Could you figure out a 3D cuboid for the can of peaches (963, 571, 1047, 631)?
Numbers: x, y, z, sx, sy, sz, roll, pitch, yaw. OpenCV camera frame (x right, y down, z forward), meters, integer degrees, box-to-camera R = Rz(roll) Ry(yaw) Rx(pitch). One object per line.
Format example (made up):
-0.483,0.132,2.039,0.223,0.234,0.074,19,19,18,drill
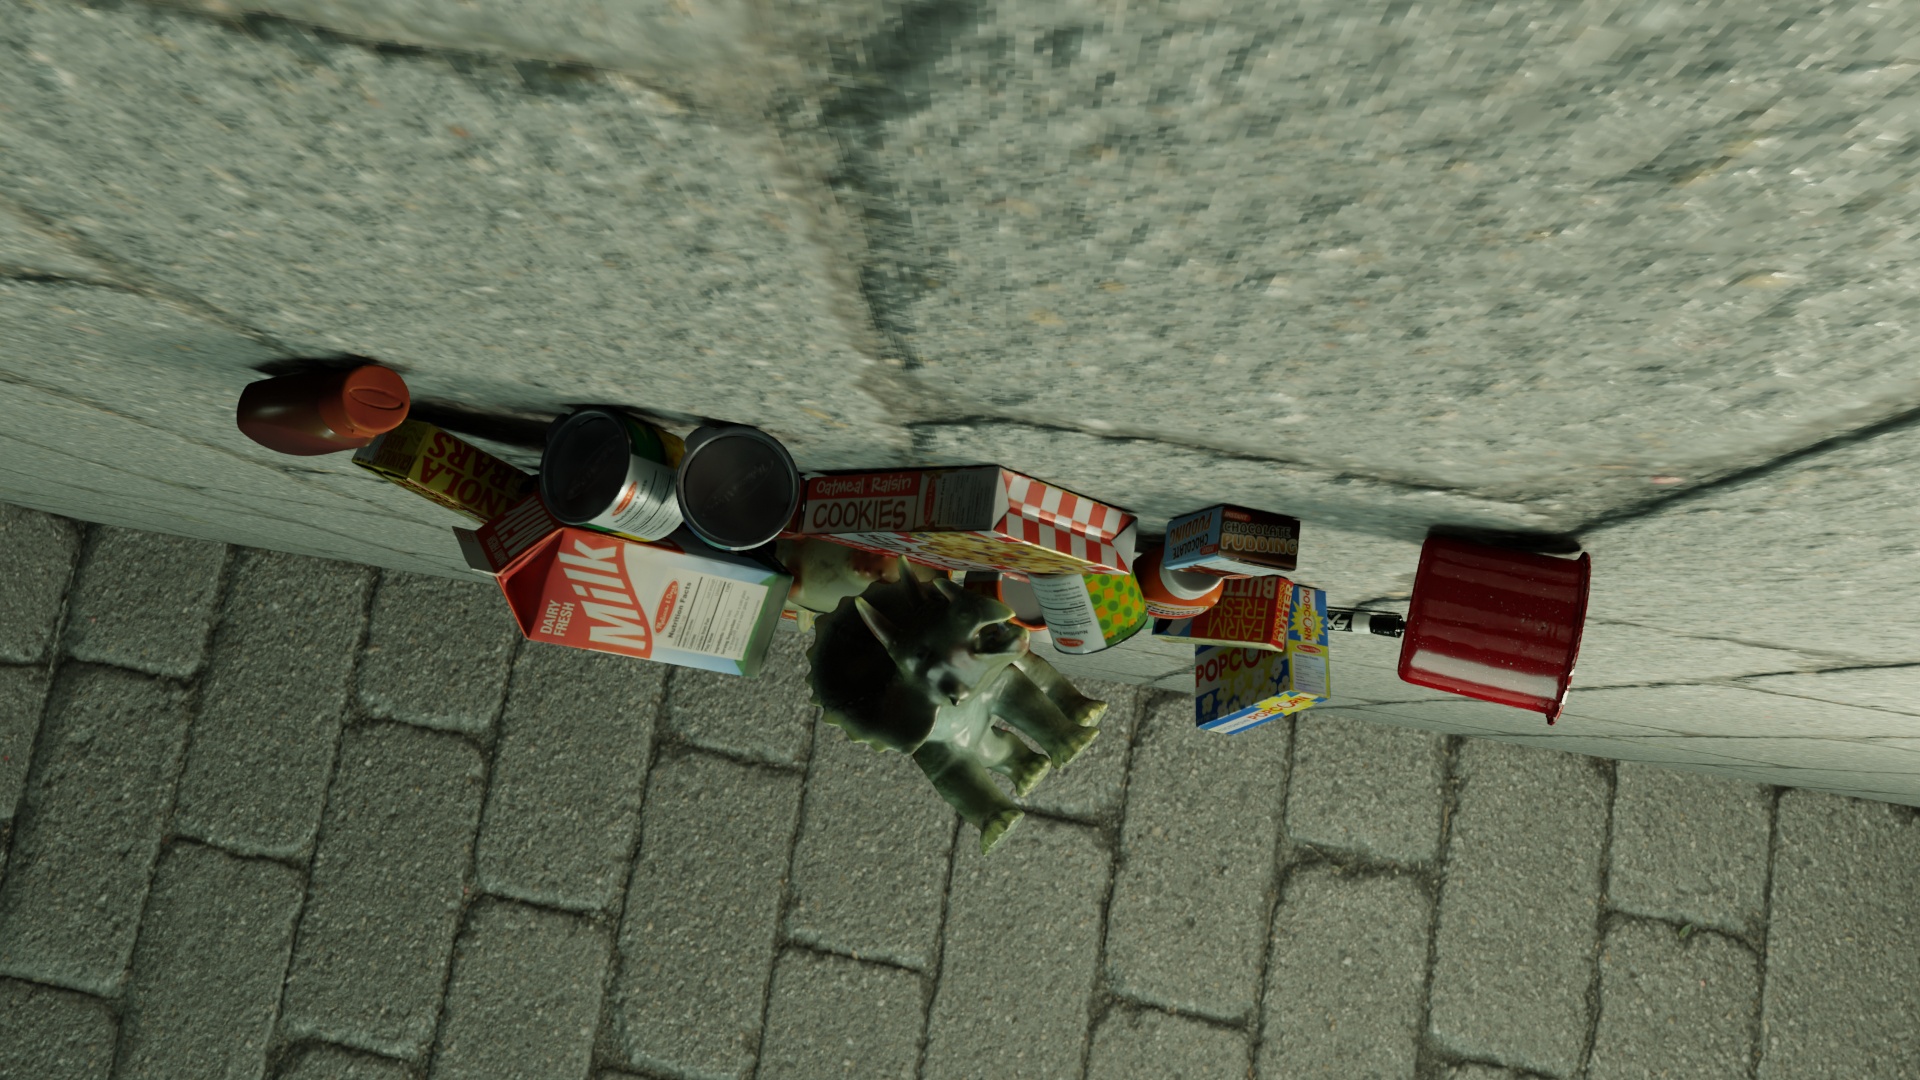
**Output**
0.045,0.037,1.036,0.071,0.071,0.058,12,171,-23,can of peaches

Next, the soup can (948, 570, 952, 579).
-0.040,0.049,1.172,0.071,0.084,0.071,9,172,1,soup can

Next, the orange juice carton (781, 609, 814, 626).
-0.127,0.039,1.244,0.193,0.073,0.072,16,170,-41,orange juice carton

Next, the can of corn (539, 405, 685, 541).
-0.192,-0.038,0.779,0.071,0.071,0.058,4,171,31,can of corn

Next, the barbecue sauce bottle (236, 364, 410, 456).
-0.355,-0.073,0.782,0.065,0.044,0.148,15,170,-41,barbecue sauce bottle

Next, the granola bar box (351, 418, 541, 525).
-0.295,-0.024,0.900,0.165,0.039,0.124,31,168,-36,granola bar box

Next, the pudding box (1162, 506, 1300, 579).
0.154,0.003,0.797,0.050,0.030,0.083,9,173,-11,pudding box

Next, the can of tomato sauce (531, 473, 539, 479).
-0.292,-0.018,1.044,0.083,0.071,0.071,2,170,38,can of tomato sauce

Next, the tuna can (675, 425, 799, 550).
-0.124,-0.030,0.759,0.071,0.071,0.033,10,173,-10,tuna can

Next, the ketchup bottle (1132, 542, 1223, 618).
0.145,0.024,0.919,0.065,0.043,0.148,5,172,2,ketchup bottle

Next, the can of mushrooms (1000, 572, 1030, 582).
0.062,0.012,0.967,0.071,0.033,0.071,8,172,1,can of mushrooms

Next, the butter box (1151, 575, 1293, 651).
0.194,0.051,1.030,0.103,0.053,0.024,1,166,42,butter box

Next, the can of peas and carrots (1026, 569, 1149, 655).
0.083,0.032,0.902,0.071,0.058,0.071,-19,-160,7,can of peas and carrots

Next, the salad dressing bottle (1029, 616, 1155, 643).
0.104,0.053,1.139,0.148,0.064,0.044,6,-173,-39,salad dressing bottle

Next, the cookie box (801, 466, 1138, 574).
0.003,-0.011,0.844,0.123,0.040,0.167,16,169,-43,cookie box

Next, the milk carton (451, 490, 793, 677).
-0.208,0.023,0.845,0.191,0.073,0.072,14,-168,-33,milk carton

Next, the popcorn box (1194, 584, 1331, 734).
0.228,0.093,1.064,0.038,0.085,0.126,13,155,-21,popcorn box

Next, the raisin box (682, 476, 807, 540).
-0.170,-0.032,0.893,0.123,0.040,0.086,13,171,-20,raisin box
